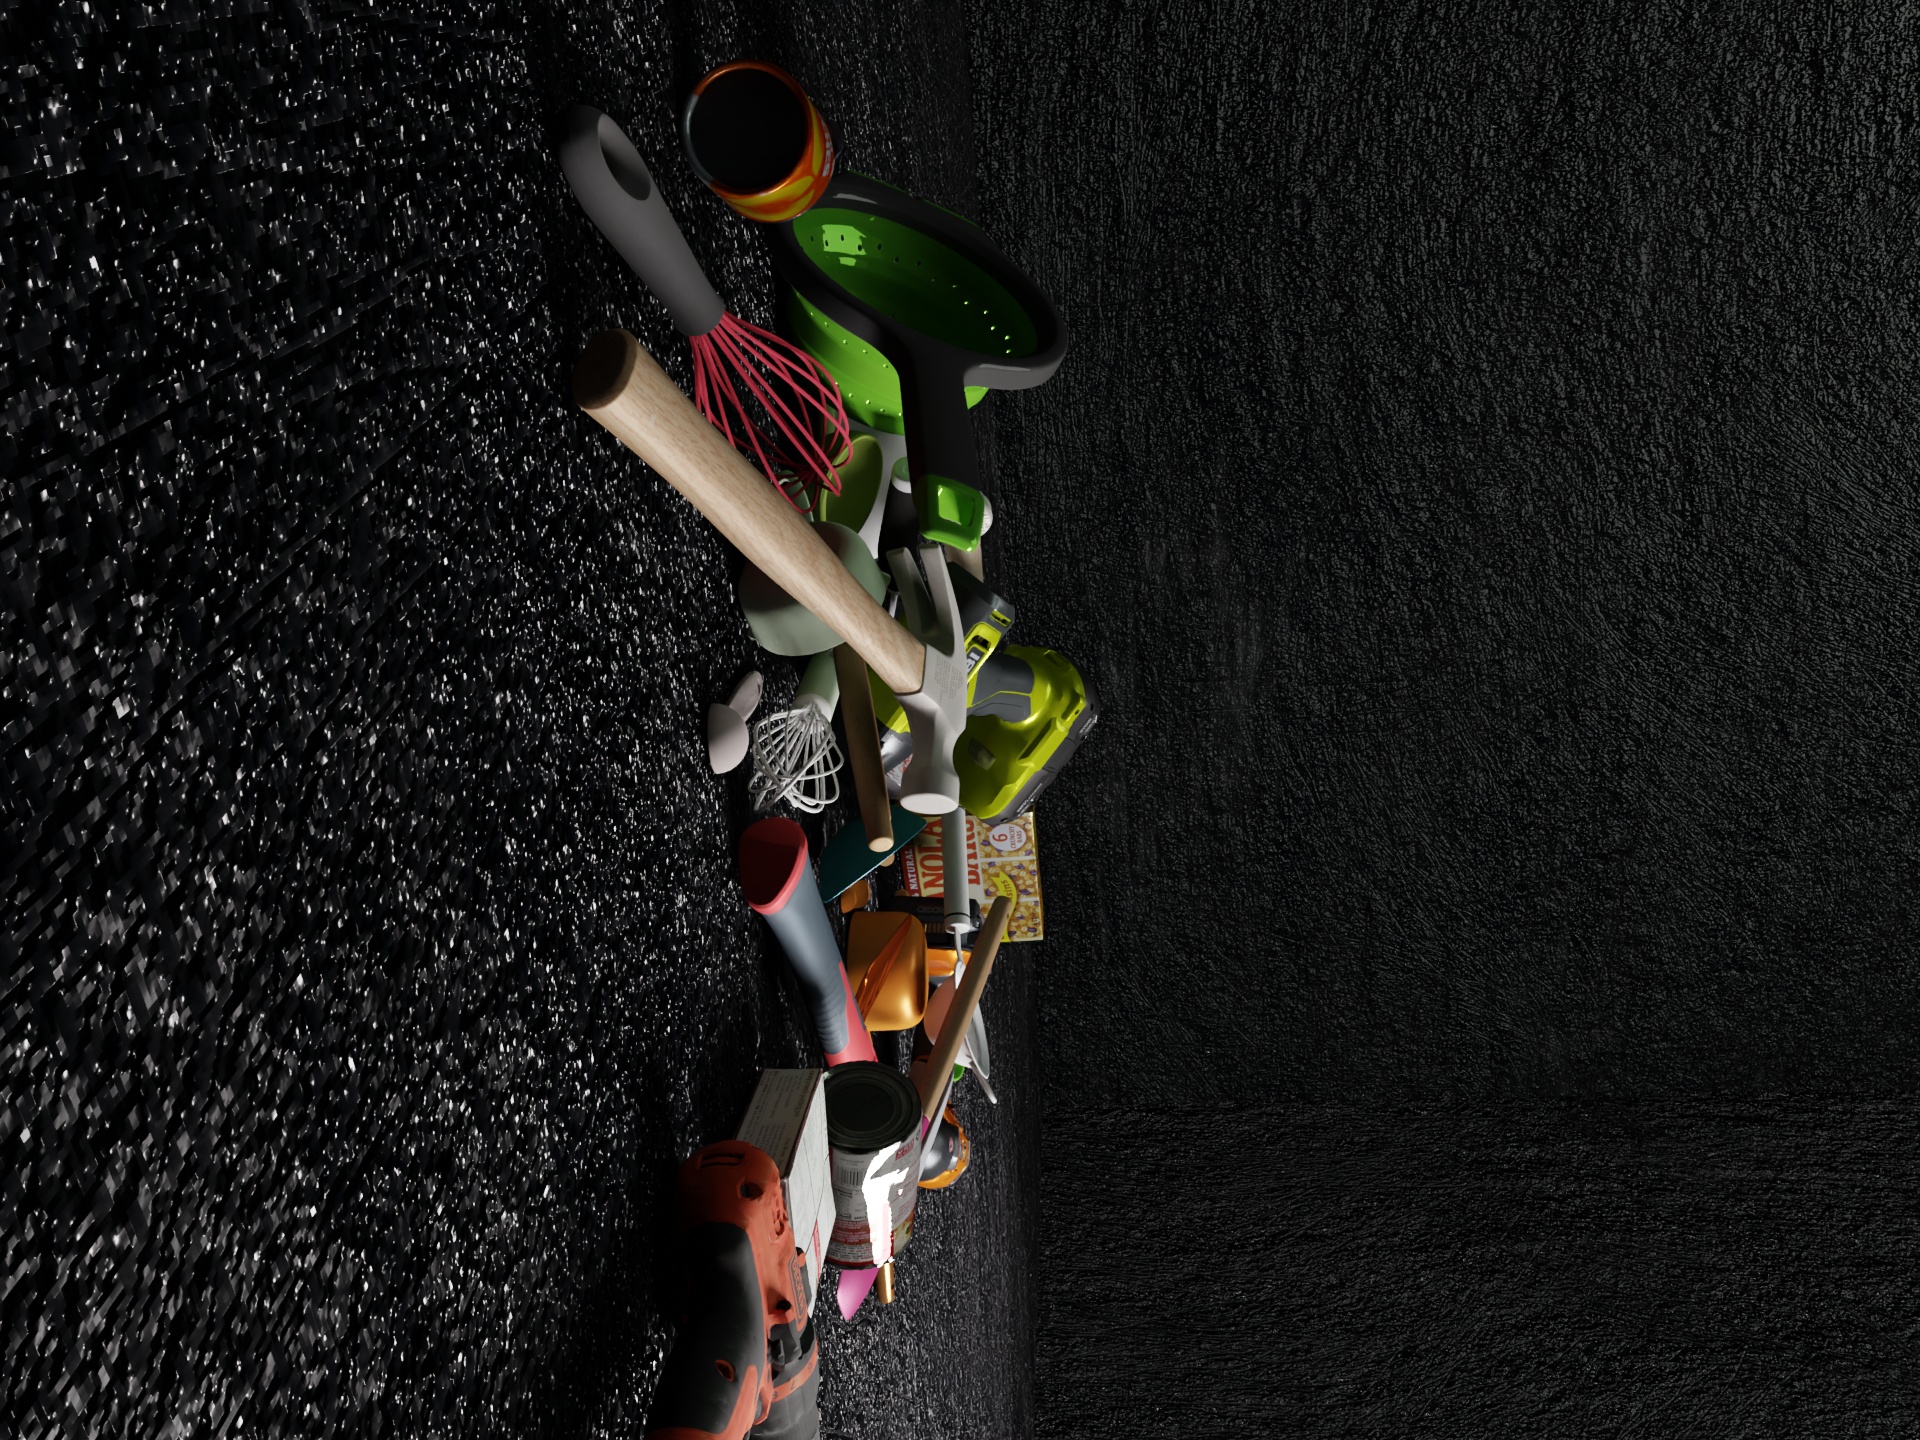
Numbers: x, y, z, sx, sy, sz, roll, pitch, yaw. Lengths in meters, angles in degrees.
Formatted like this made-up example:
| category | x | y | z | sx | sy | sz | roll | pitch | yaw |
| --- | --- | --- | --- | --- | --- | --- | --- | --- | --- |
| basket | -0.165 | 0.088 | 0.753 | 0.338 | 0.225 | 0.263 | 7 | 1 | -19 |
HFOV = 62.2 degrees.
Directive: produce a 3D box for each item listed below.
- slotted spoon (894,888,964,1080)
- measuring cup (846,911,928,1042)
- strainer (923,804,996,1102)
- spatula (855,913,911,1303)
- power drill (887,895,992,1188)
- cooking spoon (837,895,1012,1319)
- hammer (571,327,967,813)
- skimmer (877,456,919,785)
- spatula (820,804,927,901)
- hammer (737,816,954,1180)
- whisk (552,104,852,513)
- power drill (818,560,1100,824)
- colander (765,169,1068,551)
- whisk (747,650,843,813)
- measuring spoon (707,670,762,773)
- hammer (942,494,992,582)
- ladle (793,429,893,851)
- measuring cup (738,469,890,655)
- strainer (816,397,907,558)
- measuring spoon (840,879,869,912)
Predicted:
| category | x | y | z | sx | sy | sz | roll | pitch | yaw |
| --- | --- | --- | --- | --- | --- | --- | --- | --- | --- |
| slotted spoon | -0.031 | 0.249 | 1.496 | 0.313 | 0.031 | 0.070 | 78 | 10 | -50 |
| measuring cup | -0.047 | 0.223 | 1.183 | 0.095 | 0.052 | 0.173 | -78 | 163 | -69 |
| strainer | -0.004 | 0.158 | 1.177 | 0.086 | 0.050 | 0.259 | 64 | 20 | -57 |
| spatula | -0.056 | 0.289 | 1.132 | 0.081 | 0.041 | 0.322 | -48 | 140 | -58 |
| power drill | -0.024 | 0.261 | 1.292 | 0.164 | 0.084 | 0.227 | 72 | 21 | -71 |
| cooking spoon | -0.018 | 0.239 | 1.042 | 0.068 | 0.017 | 0.319 | 79 | 26 | -43 |
| hammer | -0.069 | -0.072 | 0.724 | 0.331 | 0.031 | 0.130 | 45 | 44 | -57 |
| skimmer | -0.021 | -0.065 | 1.140 | 0.363 | 0.090 | 0.127 | 103 | -9 | -60 |
| spatula | -0.060 | 0.097 | 1.146 | 0.044 | 0.082 | 0.317 | 52 | -4 | 8 |
| hammer | -0.065 | 0.178 | 0.961 | 0.385 | 0.038 | 0.143 | 79 | 27 | -46 |
| whisk | -0.110 | -0.172 | 0.711 | 0.295 | 0.073 | 0.073 | 54 | 33 | -68 |
| power drill | -0.002 | -0.004 | 1.107 | 0.171 | 0.080 | 0.223 | -53 | 152 | 6 |
| colander | -0.035 | -0.195 | 0.949 | 0.094 | 0.204 | 0.398 | -58 | -156 | 34 |
| whisk | -0.088 | -0.001 | 0.923 | 0.057 | 0.059 | 0.246 | 43 | 12 | -11 |
| measuring spoon | -0.109 | -0.005 | 0.817 | 0.124 | 0.018 | 0.034 | -77 | 164 | -73 |
| hammer | 0.008 | -0.083 | 1.255 | 0.410 | 0.038 | 0.146 | 83 | -1 | -55 |
| ladle | -0.055 | -0.054 | 0.914 | 0.078 | 0.062 | 0.321 | 92 | -11 | -47 |
| measuring cup | -0.091 | -0.103 | 0.875 | 0.168 | 0.083 | 0.038 | -110 | 177 | -46 |
| strainer | -0.058 | -0.229 | 1.184 | 0.151 | 0.069 | 0.257 | 77 | 14 | -63 |
| measuring spoon | -0.074 | 0.128 | 1.166 | 0.117 | 0.011 | 0.021 | 32 | 55 | -83 |
